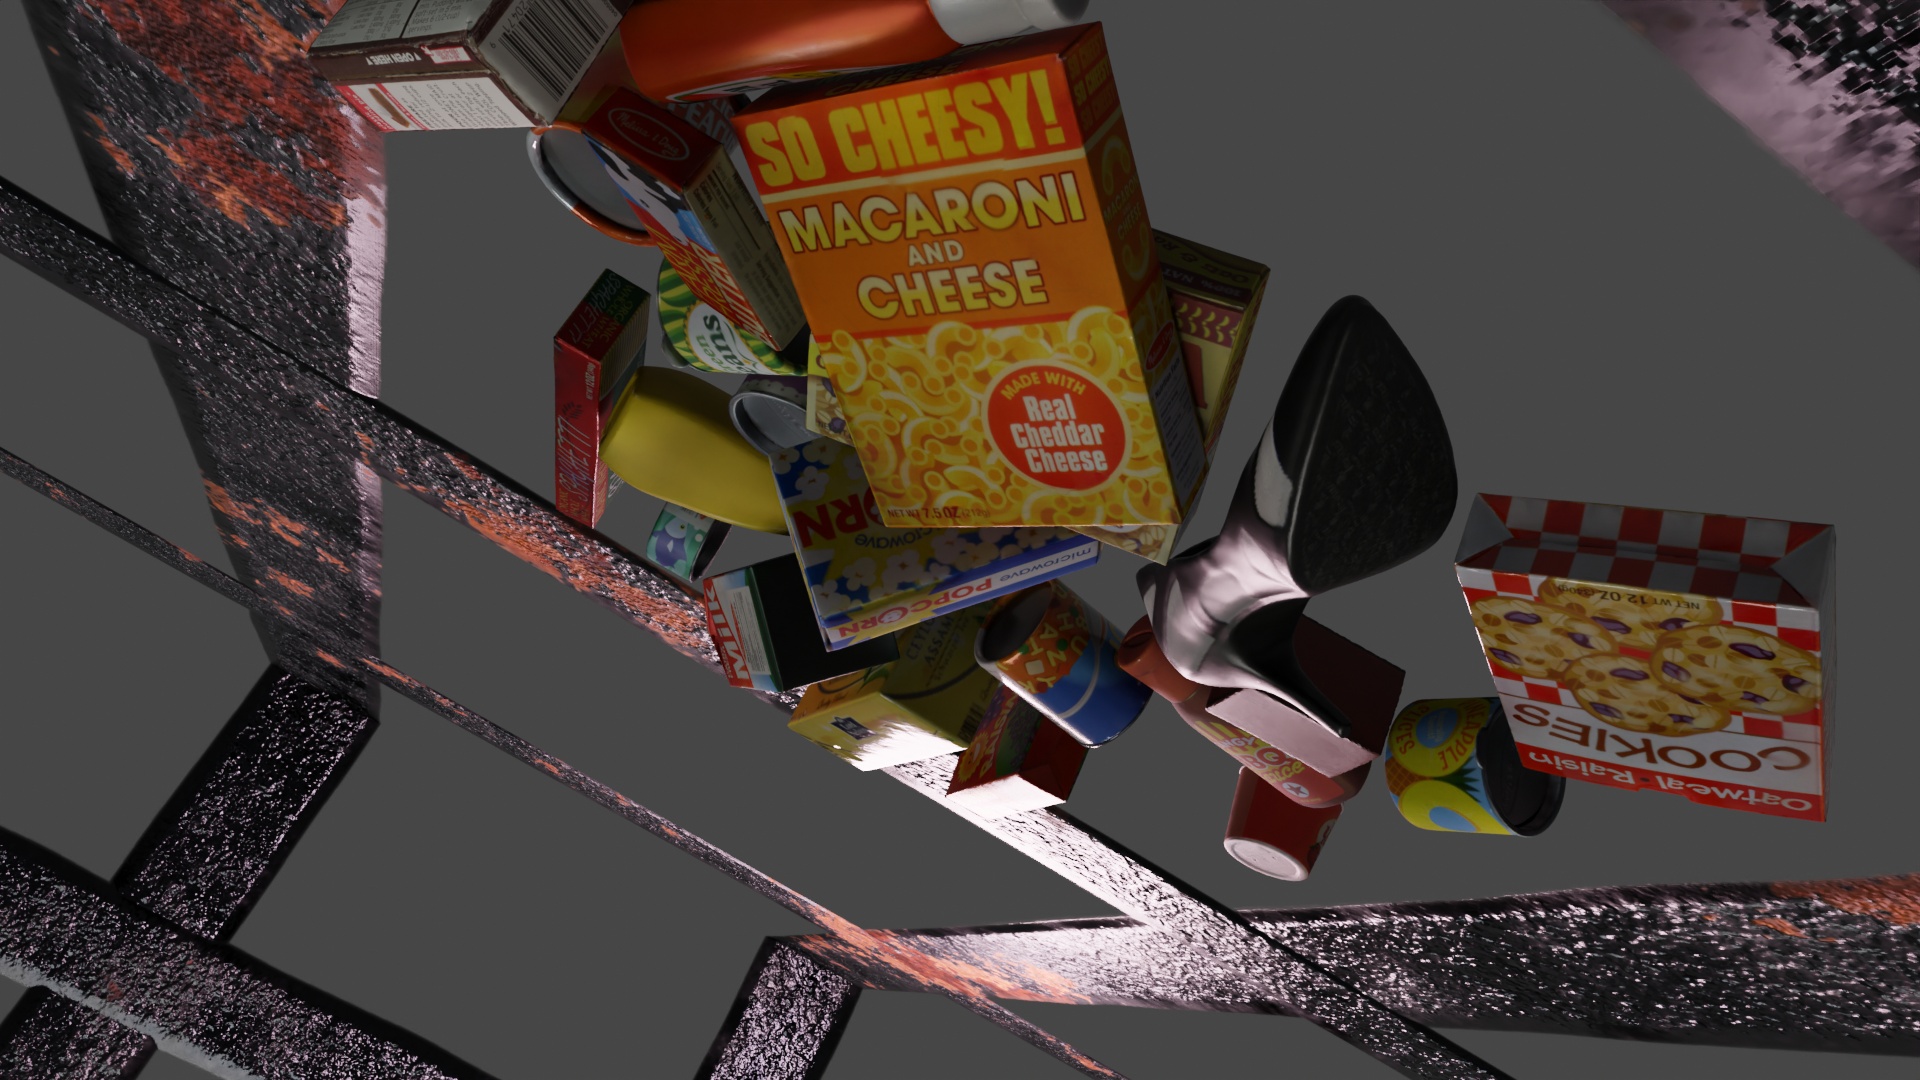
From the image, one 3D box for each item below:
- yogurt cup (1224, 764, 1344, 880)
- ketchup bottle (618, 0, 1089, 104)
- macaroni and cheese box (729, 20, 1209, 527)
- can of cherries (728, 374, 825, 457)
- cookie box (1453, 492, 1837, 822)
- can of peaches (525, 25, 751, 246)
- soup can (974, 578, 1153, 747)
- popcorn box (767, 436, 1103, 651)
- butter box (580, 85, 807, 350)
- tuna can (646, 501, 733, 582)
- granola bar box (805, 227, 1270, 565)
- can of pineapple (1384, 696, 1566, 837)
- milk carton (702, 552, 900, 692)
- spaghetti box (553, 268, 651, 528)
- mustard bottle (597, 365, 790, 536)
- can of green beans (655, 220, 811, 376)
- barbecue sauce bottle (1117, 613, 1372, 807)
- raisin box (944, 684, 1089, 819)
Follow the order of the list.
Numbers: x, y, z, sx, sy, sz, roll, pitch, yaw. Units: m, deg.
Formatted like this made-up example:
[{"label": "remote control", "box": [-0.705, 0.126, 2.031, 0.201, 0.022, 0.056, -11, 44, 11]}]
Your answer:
[{"label": "yogurt cup", "box": [0.200, 0.177, 0.873, 0.072, 0.054, 0.072, 22, 154, 12]}, {"label": "ketchup bottle", "box": [-0.033, -0.168, 0.432, 0.149, 0.065, 0.043, 2, 117, 32]}, {"label": "macaroni and cheese box", "box": [0.007, -0.083, 0.482, 0.123, 0.040, 0.165, -1, 125, 29]}, {"label": "can of cherries", "box": [-0.064, -0.070, 0.655, 0.071, 0.058, 0.071, 22, 154, 12]}, {"label": "cookie box", "box": [0.281, 0.051, 0.563, 0.123, 0.040, 0.167, 7, 149, 36]}, {"label": "can of peaches", "box": [-0.125, -0.158, 0.544, 0.071, 0.058, 0.071, 23, 155, 12]}, {"label": "soup can", "box": [0.061, 0.065, 0.785, 0.083, 0.071, 0.071, 39, 152, -23]}, {"label": "popcorn box", "box": [-0.011, -0.014, 0.605, 0.127, 0.085, 0.038, -18, 155, -6]}, {"label": "butter box", "box": [-0.092, -0.113, 0.503, 0.053, 0.024, 0.103, 35, 168, 24]}, {"label": "tuna can", "box": [-0.164, -0.009, 0.860, 0.033, 0.071, 0.070, 29, 155, 0]}, {"label": "granola bar box", "box": [0.022, -0.072, 0.540, 0.166, 0.039, 0.123, 21, 134, 13]}, {"label": "can of pineapple", "box": [0.249, 0.108, 0.676, 0.071, 0.071, 0.057, 39, 153, -24]}, {"label": "milk carton", "box": [-0.105, 0.046, 0.844, 0.190, 0.072, 0.073, -12, 92, 69]}, {"label": "spaghetti box", "box": [-0.210, -0.072, 0.804, 0.029, 0.050, 0.249, 31, 155, -3]}, {"label": "mustard bottle", "box": [-0.115, -0.038, 0.764, 0.160, 0.049, 0.065, 26, 121, -23]}, {"label": "can of green beans", "box": [-0.087, -0.104, 0.600, 0.058, 0.071, 0.071, 7, 148, 36]}, {"label": "barbecue sauce bottle", "box": [0.154, 0.093, 0.769, 0.148, 0.044, 0.064, 35, 154, -15]}, {"label": "raisin box", "box": [0.042, 0.131, 0.903, 0.040, 0.086, 0.123, 31, 155, -11]}]
